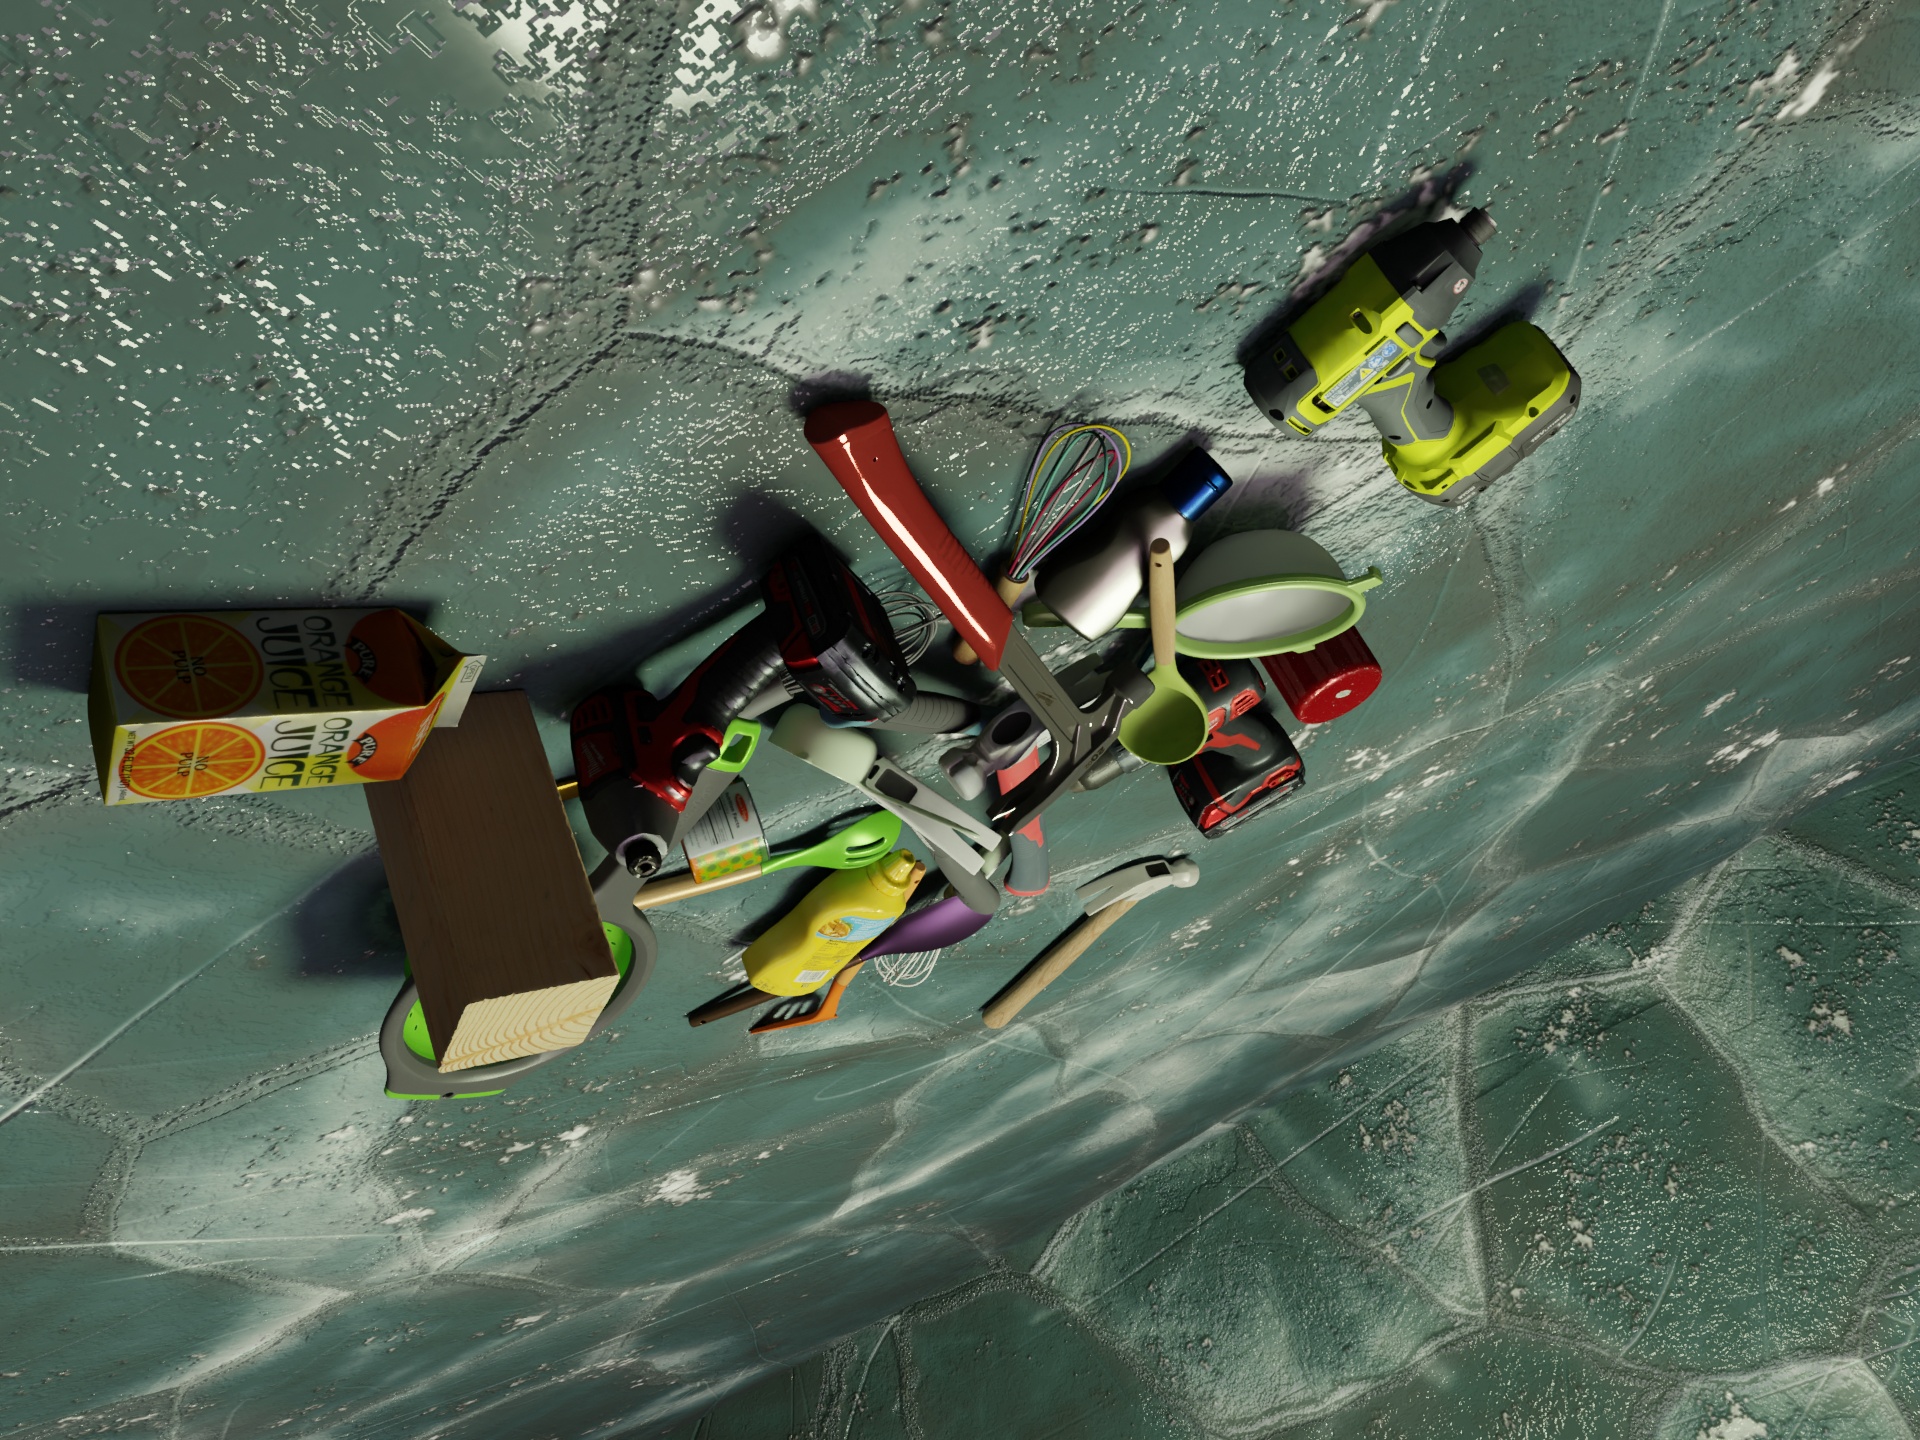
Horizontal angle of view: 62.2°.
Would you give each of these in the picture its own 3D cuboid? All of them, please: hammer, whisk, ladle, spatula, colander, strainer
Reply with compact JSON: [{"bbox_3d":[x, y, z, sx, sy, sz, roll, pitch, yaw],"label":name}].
[{"bbox_3d":[-0.009,0.109,1.311,0.035,0.146,0.334,-53,158,-10],"label":"hammer"},{"bbox_3d":[-0.002,-0.004,1.156,0.128,0.033,0.331,-36,162,19],"label":"hammer"},{"bbox_3d":[-0.009,0.175,1.512,0.246,0.059,0.058,-52,-178,33],"label":"whisk"},{"bbox_3d":[0.122,0.254,1.773,0.130,0.031,0.331,0,143,-41],"label":"hammer"},{"bbox_3d":[0.143,-0.045,1.144,0.078,0.062,0.320,15,163,13],"label":"ladle"},{"bbox_3d":[0.002,-0.065,1.003,0.149,0.037,0.358,-44,136,-3],"label":"hammer"},{"bbox_3d":[-0.110,0.232,1.552,0.081,0.041,0.322,-2,140,-37],"label":"spatula"},{"bbox_3d":[-0.120,-0.023,1.073,0.239,0.055,0.055,-26,153,9],"label":"whisk"},{"bbox_3d":[0.049,-0.111,1.066,0.047,0.051,0.244,-14,154,-32],"label":"whisk"},{"bbox_3d":[-0.282,0.114,1.134,0.397,0.095,0.204,-48,147,20],"label":"colander"},{"bbox_3d":[-0.116,0.232,1.507,0.316,0.018,0.059,-22,129,10],"label":"spatula"},{"bbox_3d":[0.065,0.066,1.306,0.143,0.038,0.386,-35,160,-9],"label":"hammer"},{"bbox_3d":[0.170,-0.100,1.180,0.256,0.069,0.151,-1,162,-9],"label":"strainer"}]

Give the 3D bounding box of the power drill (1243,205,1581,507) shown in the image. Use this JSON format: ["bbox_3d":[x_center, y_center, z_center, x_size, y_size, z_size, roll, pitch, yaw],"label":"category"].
[{"bbox_3d":[0.308,-0.233,1.039,0.171,0.080,0.223,-41,146,26],"label":"power drill"}]

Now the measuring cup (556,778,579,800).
[{"bbox_3d":[-0.312,0.072,1.091,0.156,0.029,0.062,-17,151,-13],"label":"measuring cup"}]

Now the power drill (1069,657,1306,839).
[{"bbox_3d":[0.199,0.030,1.405,0.188,0.080,0.226,-32,149,11],"label":"power drill"}]

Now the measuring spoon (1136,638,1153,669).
[{"bbox_3d":[0.133,-0.043,1.283,0.128,0.021,0.042,-59,180,35],"label":"measuring spoon"}]

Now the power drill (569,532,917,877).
[{"bbox_3d":[-0.144,-0.003,0.982,0.219,0.143,0.078,-34,135,11],"label":"power drill"}]

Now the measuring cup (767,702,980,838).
[{"bbox_3d":[-0.055,0.034,1.124,0.038,0.167,0.083,-65,170,-3],"label":"measuring cup"}]

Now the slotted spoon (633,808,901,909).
[{"bbox_3d":[-0.189,0.127,1.298,0.313,0.031,0.070,-13,148,-21],"label":"slotted spoon"}]
